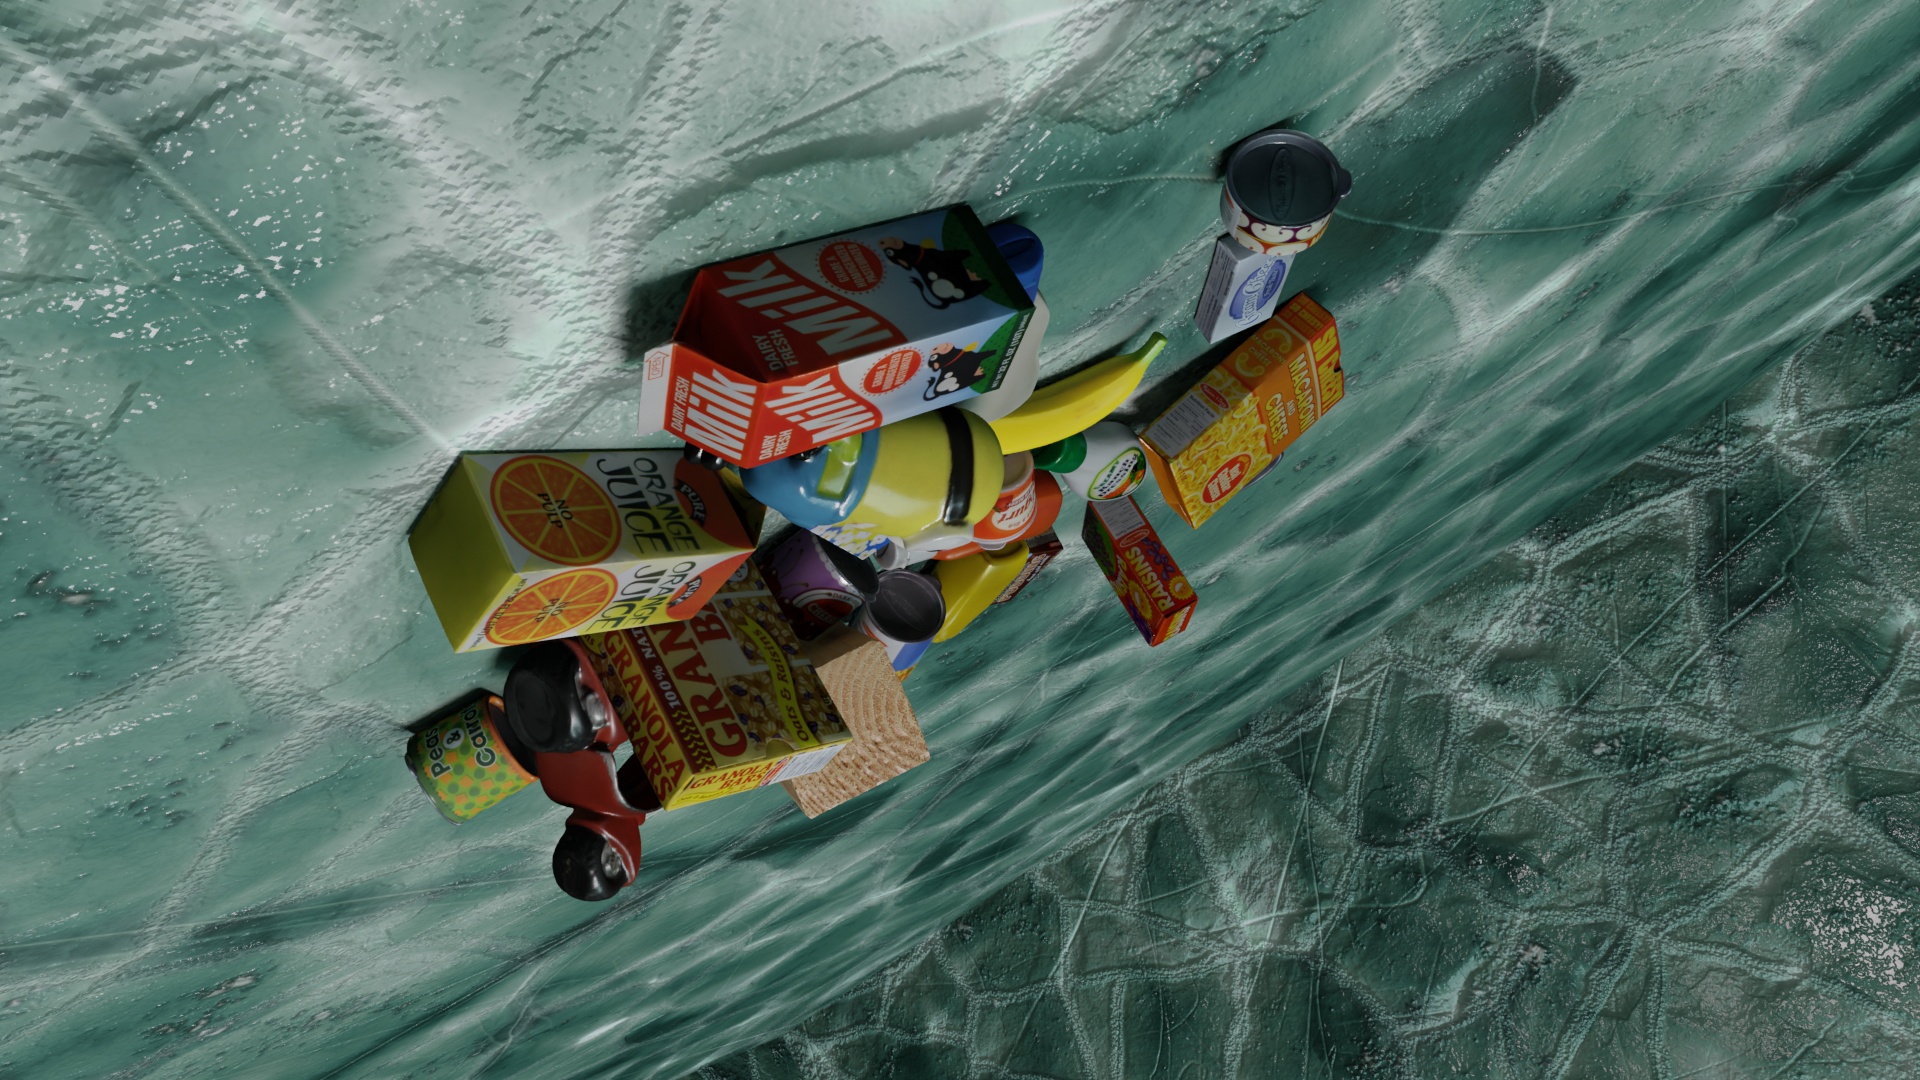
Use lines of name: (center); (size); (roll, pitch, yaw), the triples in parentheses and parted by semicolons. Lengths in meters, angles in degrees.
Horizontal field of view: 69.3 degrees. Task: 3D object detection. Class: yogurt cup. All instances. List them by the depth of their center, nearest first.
yogurt cup: (0.021, -0.039, 0.962); (0.072, 0.072, 0.053); (-24, 151, -18)

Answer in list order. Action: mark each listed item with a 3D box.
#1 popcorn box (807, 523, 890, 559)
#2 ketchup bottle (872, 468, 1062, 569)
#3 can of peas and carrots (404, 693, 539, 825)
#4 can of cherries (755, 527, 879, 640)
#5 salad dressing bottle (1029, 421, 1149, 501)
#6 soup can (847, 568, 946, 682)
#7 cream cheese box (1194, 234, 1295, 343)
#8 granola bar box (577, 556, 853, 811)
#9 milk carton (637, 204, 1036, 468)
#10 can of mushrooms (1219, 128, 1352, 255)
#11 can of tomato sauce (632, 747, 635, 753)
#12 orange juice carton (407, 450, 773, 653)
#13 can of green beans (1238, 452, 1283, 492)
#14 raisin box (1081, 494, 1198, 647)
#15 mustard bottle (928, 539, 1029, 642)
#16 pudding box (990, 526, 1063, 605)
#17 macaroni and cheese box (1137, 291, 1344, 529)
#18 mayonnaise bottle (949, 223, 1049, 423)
popcorn box: (-0.059, -0.037, 0.885); (0.085, 0.038, 0.126); (-35, 160, 7)
ketchup bottle: (0.004, -0.013, 1.027); (0.149, 0.043, 0.064); (-17, 155, -34)
can of peas and carrots: (-0.317, 0.141, 0.904); (0.059, 0.071, 0.070); (-30, 160, -5)
can of cherries: (-0.097, 0.028, 0.939); (0.058, 0.071, 0.071); (-36, 160, 15)
salad dressing bottle: (0.093, -0.063, 1.033); (0.064, 0.044, 0.148); (-49, 155, 17)
soup can: (-0.054, 0.070, 1.113); (0.071, 0.071, 0.083); (-19, 158, -30)
cream cheese box: (0.192, -0.176, 0.934); (0.053, 0.024, 0.103); (-25, 160, -11)
granola bar box: (-0.152, 0.067, 0.814); (0.124, 0.166, 0.039); (-4, 145, -51)
milk carton: (-0.067, -0.096, 0.679); (0.191, 0.073, 0.072); (-20, 157, -26)
can of mushrooms: (0.186, -0.200, 0.801); (0.071, 0.071, 0.033); (-27, 161, -10)
can of tomato sauce: (-0.210, 0.130, 1.031); (0.071, 0.071, 0.082); (-23, 158, -21)
orange juice carton: (-0.184, 0.001, 0.746); (0.193, 0.073, 0.071); (-6, 149, -50)
can of green beans: (0.229, -0.079, 1.172); (0.071, 0.058, 0.071); (-27, 160, -11)
raisin box: (0.155, 0.023, 1.214); (0.040, 0.123, 0.085); (-27, 160, -11)
mustard bottle: (-0.005, 0.044, 1.144); (0.065, 0.049, 0.159); (-19, 158, -42)
pudding box: (0.043, 0.021, 1.186); (0.050, 0.030, 0.083); (-8, 150, -46)
macaroni and cheese box: (0.222, -0.097, 1.075); (0.166, 0.040, 0.123); (-41, 151, -2)
mayonnaise bottle: (0.020, -0.121, 0.796); (0.065, 0.041, 0.147); (-26, 159, -17)
